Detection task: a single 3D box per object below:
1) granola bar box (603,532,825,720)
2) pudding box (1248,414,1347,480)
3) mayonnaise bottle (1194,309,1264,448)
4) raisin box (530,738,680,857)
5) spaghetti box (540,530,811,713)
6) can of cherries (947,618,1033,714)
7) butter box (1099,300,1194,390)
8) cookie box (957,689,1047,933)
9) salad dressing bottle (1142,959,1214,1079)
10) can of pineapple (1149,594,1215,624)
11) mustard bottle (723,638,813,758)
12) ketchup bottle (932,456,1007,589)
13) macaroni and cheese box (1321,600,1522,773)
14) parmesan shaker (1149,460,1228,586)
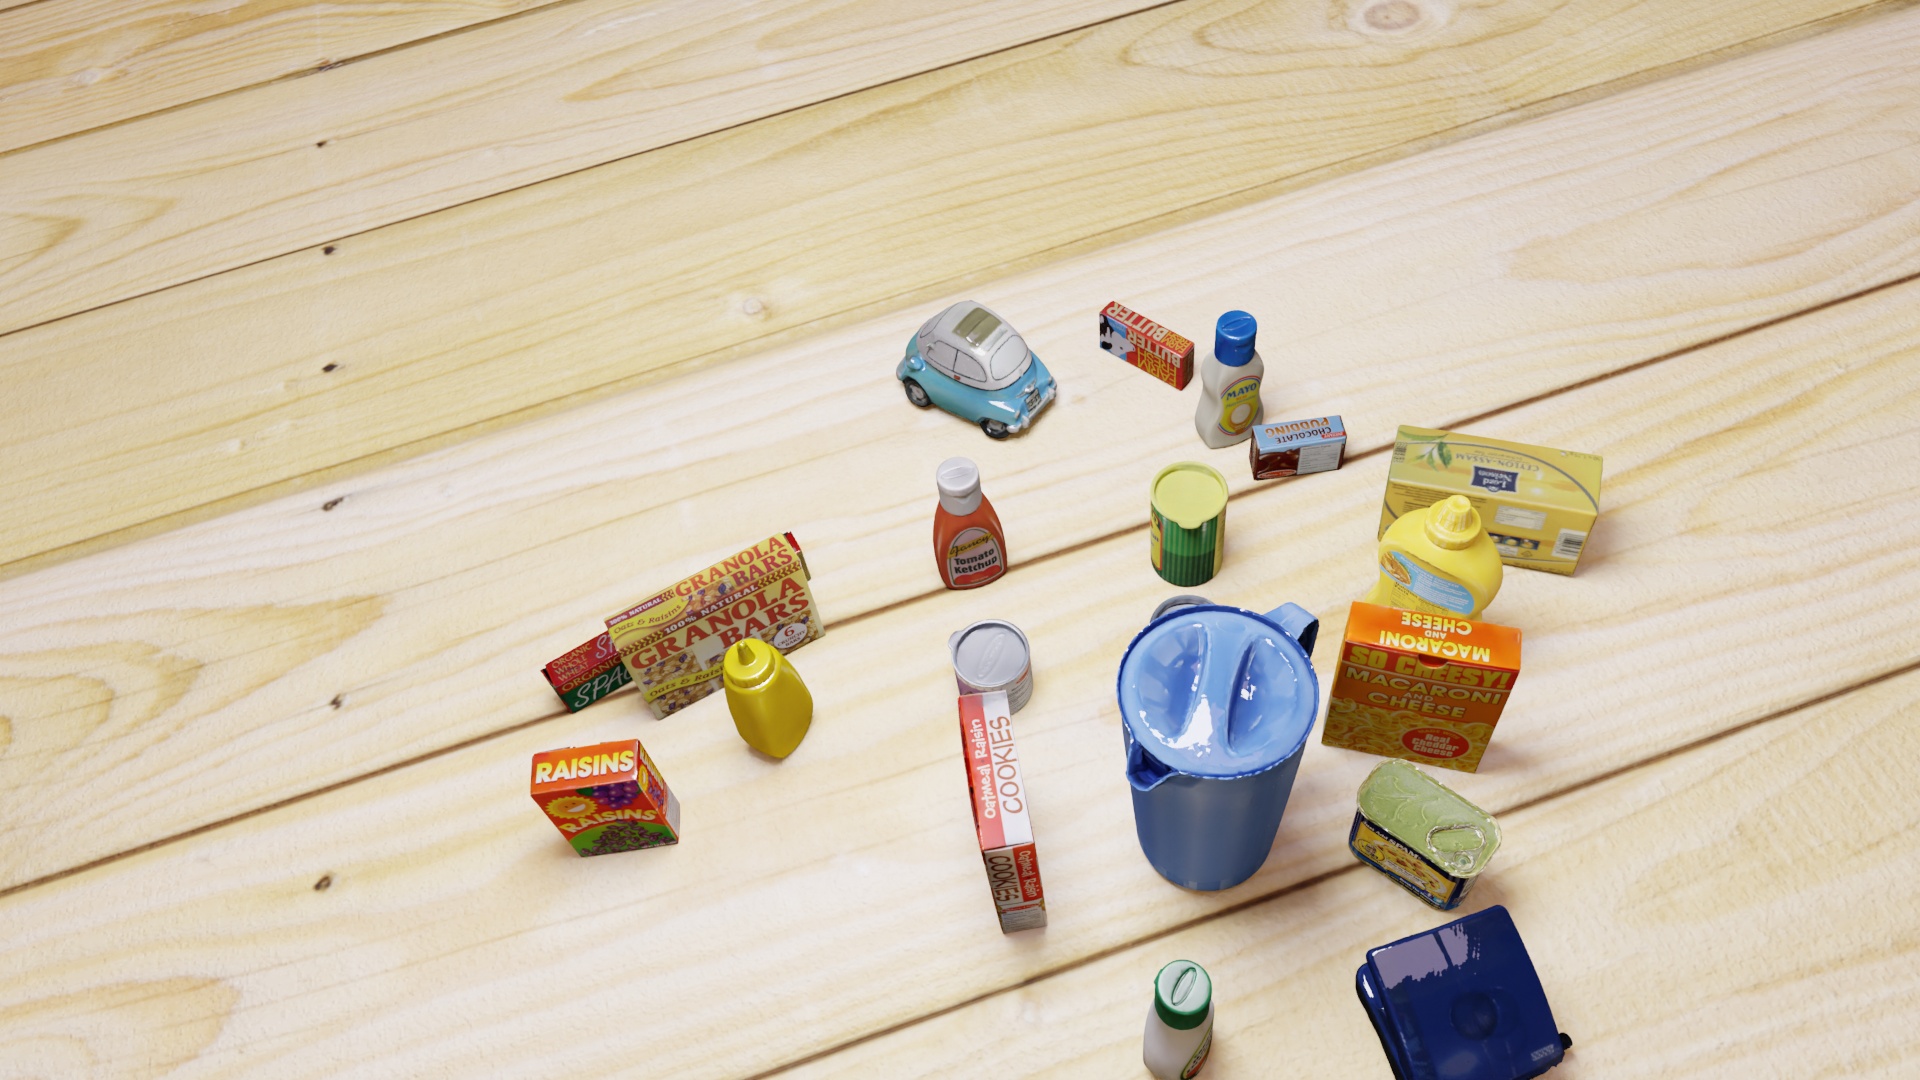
[{"bbox_3d":[-0.208,0.074,1.196,0.166,0.123,0.039,-27,56,-12],"label":"granola bar box"},{"bbox_3d":[0.312,-0.086,1.290,0.084,0.049,0.030,-8,54,1],"label":"pudding box"},{"bbox_3d":[0.251,-0.148,1.281,0.065,0.147,0.041,-21,55,-7],"label":"mayonnaise bottle"},{"bbox_3d":[-0.281,0.207,1.111,0.086,0.122,0.040,-8,55,2],"label":"raisin box"},{"bbox_3d":[-0.251,0.073,1.247,0.251,0.050,0.029,-30,57,-14],"label":"spaghetti box"},{"bbox_3d":[0.026,0.108,1.182,0.071,0.058,0.072,-3,55,5],"label":"can of cherries"},{"bbox_3d":[0.185,-0.194,1.380,0.104,0.053,0.024,33,65,26],"label":"butter box"},{"bbox_3d":[0.031,0.206,1.045,0.040,0.166,0.123,-10,54,0],"label":"cookie box"},{"bbox_3d":[0.151,0.329,0.955,0.044,0.147,0.064,25,62,23],"label":"salad dressing bottle"},{"bbox_3d":[0.194,0.090,1.175,0.071,0.057,0.071,-3,55,5],"label":"can of pineapple"},{"bbox_3d":[-0.162,0.120,1.135,0.049,0.159,0.065,22,61,21],"label":"mustard bottle"},{"bbox_3d":[0.004,-0.015,1.217,0.065,0.148,0.044,-16,55,-4],"label":"ketchup bottle"},{"bbox_3d":[0.351,0.116,1.070,0.124,0.165,0.040,9,57,14],"label":"macaroni and cheese box"},{"bbox_3d":[0.199,-0.011,1.218,0.071,0.102,0.071,-3,55,5],"label":"parmesan shaker"}]
